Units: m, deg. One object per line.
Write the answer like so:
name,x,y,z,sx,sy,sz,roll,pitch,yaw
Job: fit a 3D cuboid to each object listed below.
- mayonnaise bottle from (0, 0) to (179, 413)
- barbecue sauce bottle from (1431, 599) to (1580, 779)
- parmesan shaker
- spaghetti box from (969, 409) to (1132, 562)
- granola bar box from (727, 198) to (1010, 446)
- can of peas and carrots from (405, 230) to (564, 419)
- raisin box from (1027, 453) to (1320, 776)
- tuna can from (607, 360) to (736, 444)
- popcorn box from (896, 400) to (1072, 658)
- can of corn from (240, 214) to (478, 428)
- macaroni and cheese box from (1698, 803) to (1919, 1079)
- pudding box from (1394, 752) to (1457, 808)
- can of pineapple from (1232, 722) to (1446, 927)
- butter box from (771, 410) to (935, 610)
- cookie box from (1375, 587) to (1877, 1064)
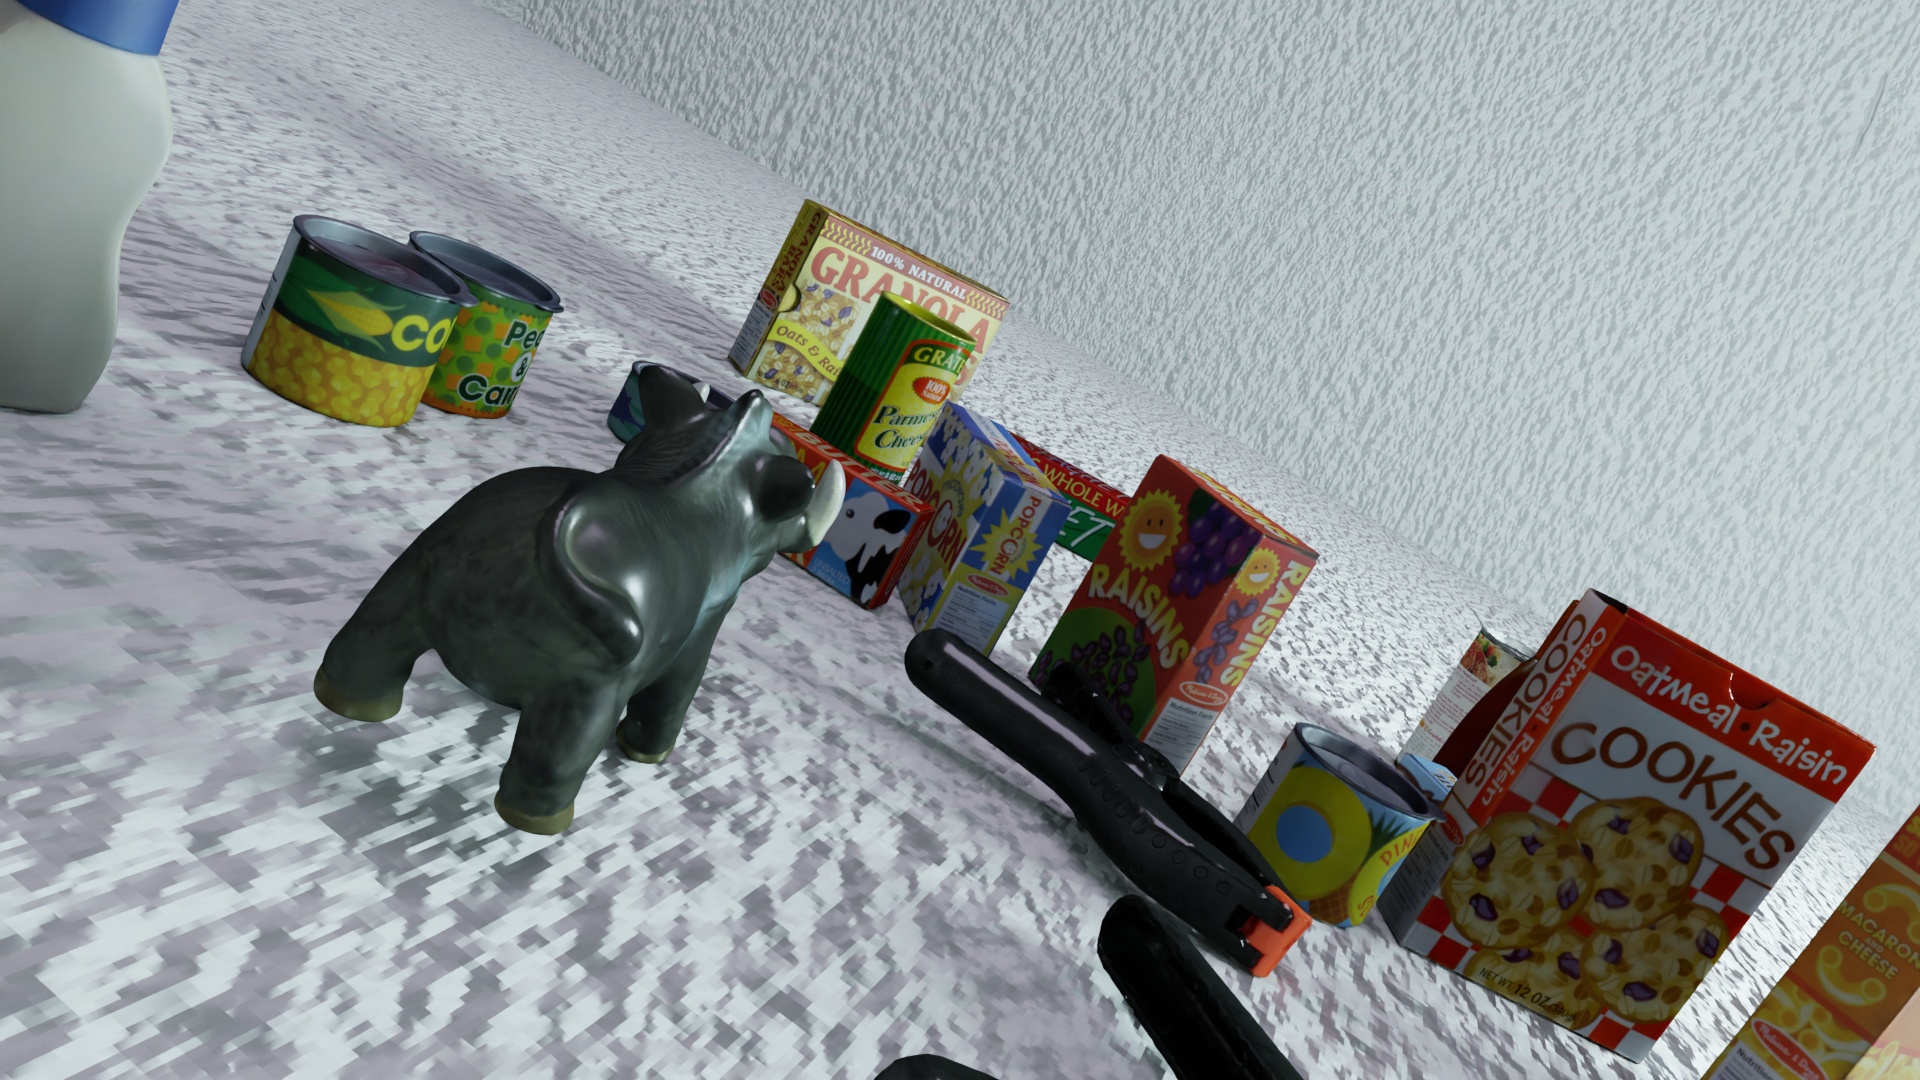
mayonnaise bottle,-0.257,-0.110,0.389,0.065,0.147,0.041,15,19,-46
barbecue sauce bottle,0.306,0.103,0.751,0.043,0.148,0.065,21,15,-32
parmesan shaker,-0.041,-0.093,0.859,0.071,0.103,0.071,28,13,-7
spaghetti box,0.098,-0.011,0.956,0.250,0.050,0.029,28,13,-3
granola bar box,-0.061,-0.147,0.973,0.165,0.124,0.039,19,16,-37
can of peas and carrots,-0.213,-0.091,0.599,0.071,0.058,0.071,27,13,-7
raisin box,0.092,0.035,0.617,0.040,0.123,0.086,21,16,-33
tuna can,-0.138,-0.058,0.688,0.071,0.032,0.071,27,13,-7
popcorn box,0.002,-0.008,0.678,0.038,0.085,0.127,24,14,-21
can of corn,-0.230,-0.083,0.534,0.071,0.058,0.071,27,13,-7
macaroni and cheese box,0.353,0.181,0.519,0.124,0.166,0.040,21,15,-31
pudding box,0.229,0.144,0.656,0.030,0.049,0.084,23,14,-24
can of pineapple,0.155,0.119,0.579,0.071,0.057,0.071,27,13,-7
butter box,-0.068,-0.018,0.636,0.103,0.053,0.024,32,13,12
cookie box,0.275,0.121,0.581,0.123,0.167,0.040,28,13,-7
